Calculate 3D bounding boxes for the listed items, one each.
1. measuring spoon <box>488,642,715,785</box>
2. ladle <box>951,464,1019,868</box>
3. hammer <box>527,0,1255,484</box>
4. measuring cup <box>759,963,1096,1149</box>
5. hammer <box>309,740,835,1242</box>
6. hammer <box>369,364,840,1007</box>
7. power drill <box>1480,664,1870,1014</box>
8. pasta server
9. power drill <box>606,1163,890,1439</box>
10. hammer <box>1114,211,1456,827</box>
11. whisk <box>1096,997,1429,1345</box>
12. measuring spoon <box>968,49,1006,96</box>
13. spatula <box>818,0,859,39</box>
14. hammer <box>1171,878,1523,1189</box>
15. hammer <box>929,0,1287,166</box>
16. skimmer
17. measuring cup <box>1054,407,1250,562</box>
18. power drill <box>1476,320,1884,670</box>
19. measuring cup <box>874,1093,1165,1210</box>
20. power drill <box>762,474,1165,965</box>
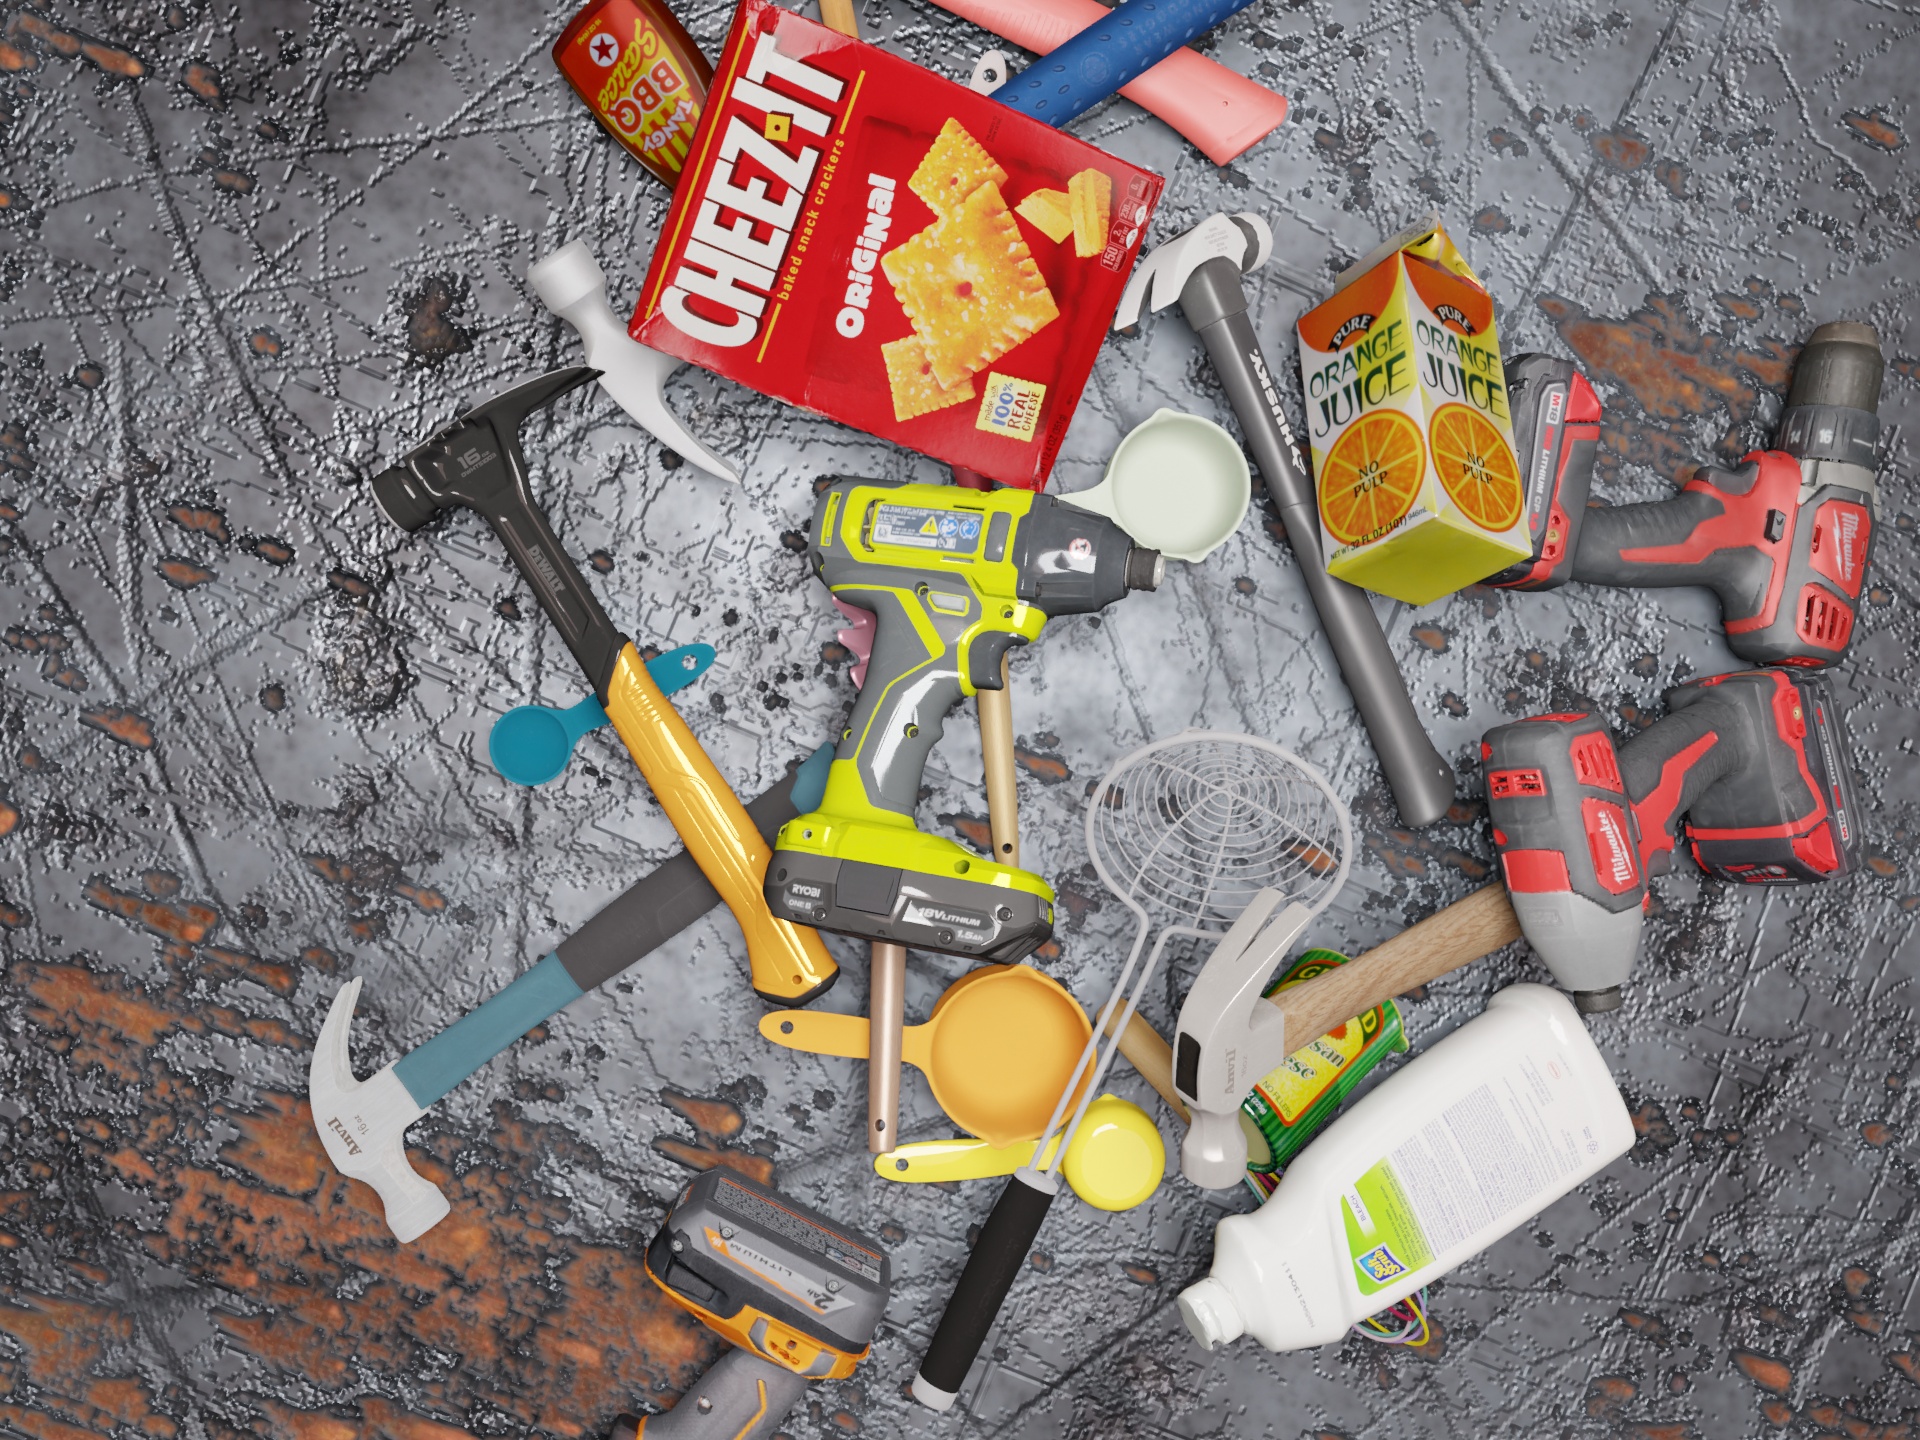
[{"bbox_3d":[-0.188,-0.007,0.843,0.128,0.021,0.042,-29,92,-12],"label":"measuring spoon"},{"bbox_3d":[0.011,-0.074,0.849,0.069,0.031,0.315,-5,92,-4],"label":"ladle"},{"bbox_3d":[-0.009,-0.275,0.803,0.405,0.035,0.144,-33,112,2],"label":"hammer"},{"bbox_3d":[-0.017,0.166,0.833,0.173,0.052,0.095,8,89,-2],"label":"measuring cup"},{"bbox_3d":[-0.191,0.124,0.831,0.331,0.033,0.128,-36,93,-3],"label":"hammer"},{"bbox_3d":[-0.153,-0.008,0.794,0.127,0.034,0.337,-30,94,7],"label":"hammer"},{"bbox_3d":[0.355,0.053,0.796,0.219,0.078,0.143,-13,91,-32],"label":"power drill"},{"bbox_3d":[-0.037,0.057,0.810,0.060,0.040,0.316,-2,76,13],"label":"pasta server"},{"bbox_3d":[-0.150,0.350,0.811,0.164,0.084,0.226,27,92,-3],"label":"power drill"},{"bbox_3d":[0.180,-0.097,0.825,0.035,0.146,0.334,-18,101,38],"label":"hammer"},{"bbox_3d":[0.163,0.241,0.849,0.051,0.047,0.245,-43,89,-2],"label":"whisk"},{"bbox_3d":[0.006,-0.301,0.852,0.034,0.018,0.124,12,88,-3],"label":"measuring spoon"},{"bbox_3d":[-0.073,-0.418,0.836,0.081,0.041,0.322,-12,92,-7],"label":"spatula"},{"bbox_3d":[0.237,0.109,0.787,0.331,0.031,0.130,-19,118,-30],"label":"hammer"},{"bbox_3d":[0.007,-0.392,0.823,0.359,0.037,0.149,21,90,-9],"label":"hammer"},{"bbox_3d":[0.066,0.174,0.766,0.127,0.090,0.363,26,88,-4],"label":"skimmer"},{"bbox_3d":[0.069,-0.112,0.843,0.167,0.038,0.083,-14,91,-5],"label":"measuring cup"},{"bbox_3d":[0.383,-0.136,0.848,0.226,0.080,0.188,11,89,-6],"label":"power drill"},{"bbox_3d":[0.033,0.235,0.845,0.156,0.029,0.062,-2,90,-5],"label":"measuring cup"},{"bbox_3d":[-0.001,-0.002,0.762,0.171,0.080,0.223,8,80,15],"label":"power drill"}]
